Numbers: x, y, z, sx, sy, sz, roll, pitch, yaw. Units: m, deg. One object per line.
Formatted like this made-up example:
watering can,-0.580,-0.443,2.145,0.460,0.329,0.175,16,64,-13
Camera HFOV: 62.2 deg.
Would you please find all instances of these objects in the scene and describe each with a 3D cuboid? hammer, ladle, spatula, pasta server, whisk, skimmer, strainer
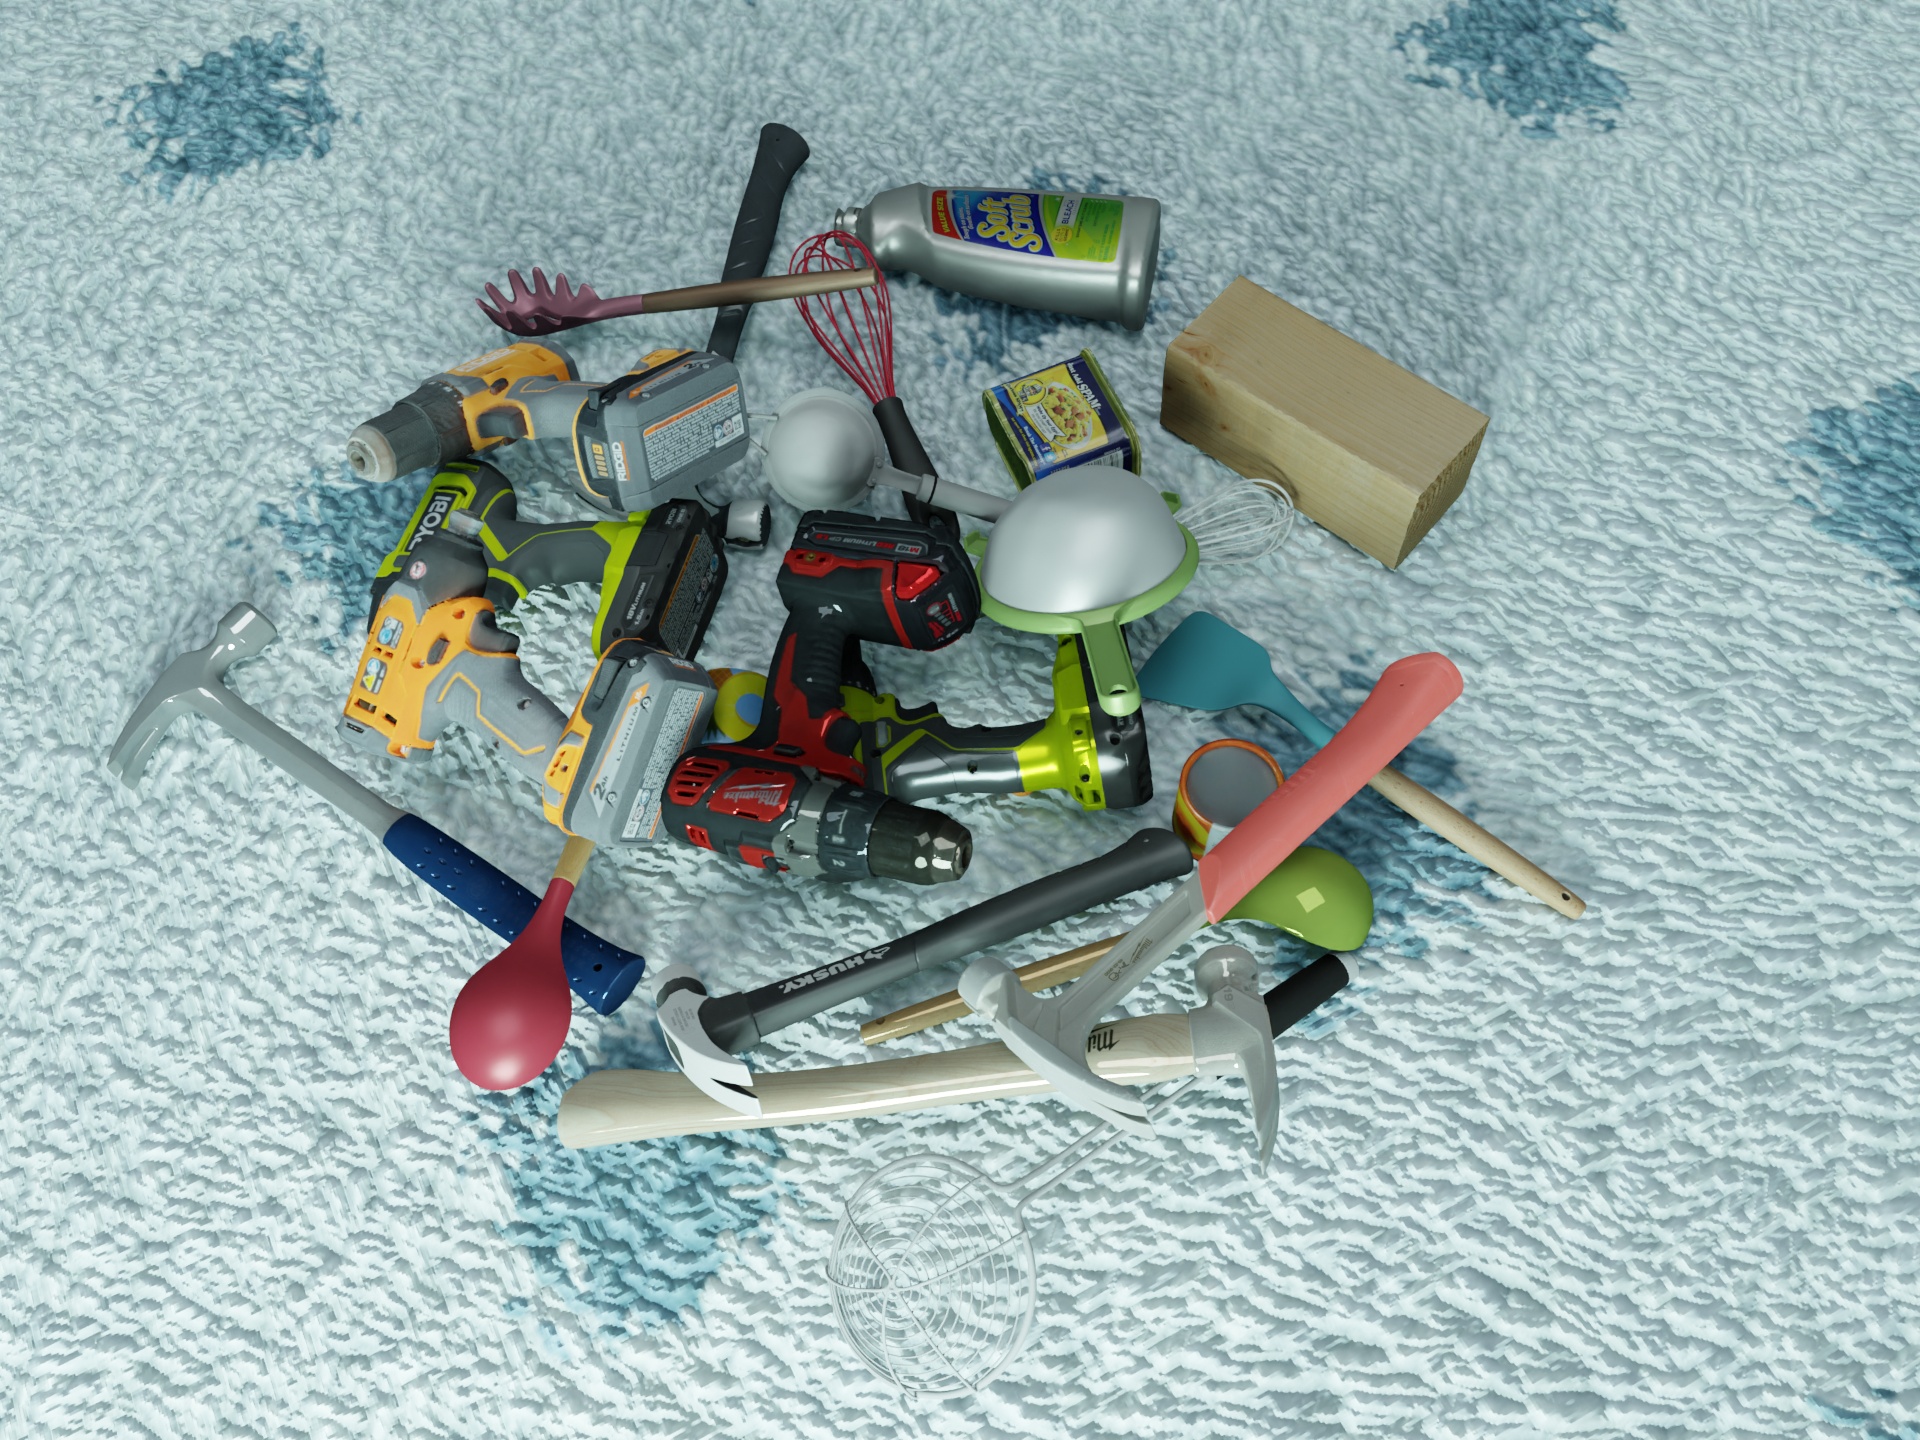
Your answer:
hammer,-0.013,0.136,0.950,0.334,0.035,0.146,-19,22,-14
hammer,-0.182,-0.308,1.224,0.149,0.036,0.409,6,62,7
ladle,-0.237,0.082,0.991,0.069,0.031,0.316,12,50,2
spatula,0.259,0.032,1.029,0.318,0.044,0.082,36,69,14
pasta server,-0.213,-0.321,1.189,0.316,0.040,0.060,-2,47,17
hammer,-0.029,0.210,0.895,0.410,0.038,0.146,-9,31,7
whisk,0.115,-0.112,1.102,0.246,0.059,0.058,-17,26,-2
hammer,0.173,0.079,0.910,0.359,0.036,0.149,-38,41,-20
ladle,0.095,0.149,0.966,0.320,0.062,0.078,-19,32,1
skimmer,0.087,0.244,0.919,0.363,0.090,0.127,-29,61,-23
hammer,-0.376,0.070,1.030,0.406,0.035,0.144,31,67,17
strainer,0.078,-0.095,0.981,0.151,0.069,0.257,-11,32,3
strainer,-0.031,-0.163,1.096,0.258,0.087,0.050,16,19,-11
whisk,-0.060,-0.248,1.175,0.073,0.073,0.296,-19,69,-7

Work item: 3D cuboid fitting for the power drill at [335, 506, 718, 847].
power drill,-0.268,-0.029,0.979,0.226,0.084,0.164,21,92,20

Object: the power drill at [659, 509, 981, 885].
power drill,-0.057,-0.008,0.950,0.188,0.080,0.227,10,62,21

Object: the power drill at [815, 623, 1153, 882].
power drill,-0.002,-0.003,1.023,0.228,0.080,0.191,-10,53,4

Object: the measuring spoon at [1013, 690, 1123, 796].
measuring spoon,0.072,0.007,1.055,0.021,0.011,0.117,38,70,20

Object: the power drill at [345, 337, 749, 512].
power drill,-0.281,-0.198,1.069,0.226,0.084,0.185,14,35,30

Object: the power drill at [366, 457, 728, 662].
power drill,-0.287,-0.090,1.083,0.223,0.080,0.171,8,61,16
